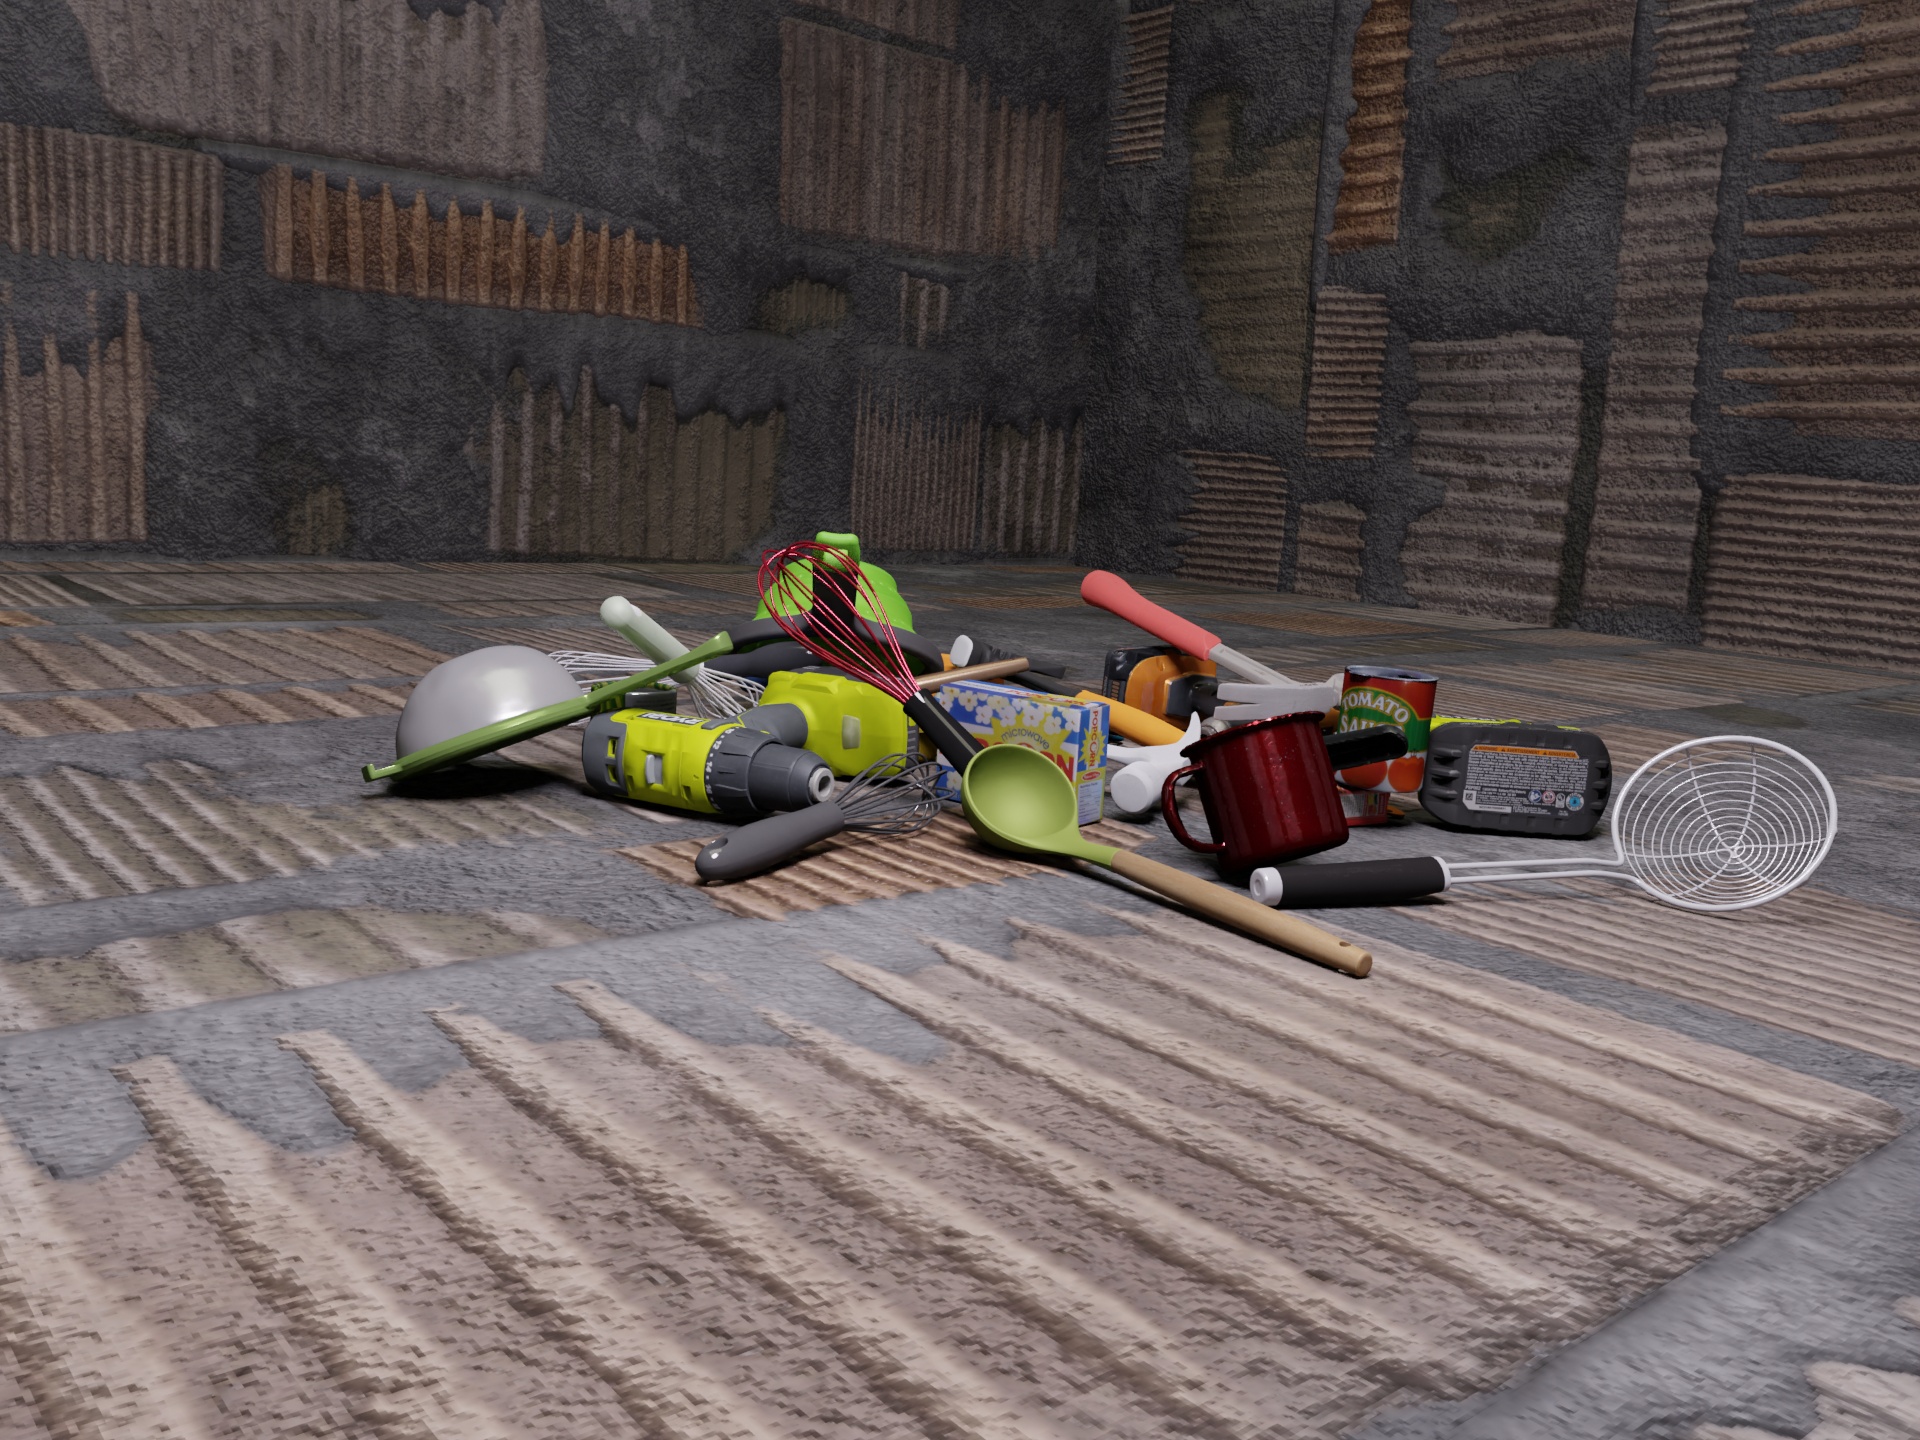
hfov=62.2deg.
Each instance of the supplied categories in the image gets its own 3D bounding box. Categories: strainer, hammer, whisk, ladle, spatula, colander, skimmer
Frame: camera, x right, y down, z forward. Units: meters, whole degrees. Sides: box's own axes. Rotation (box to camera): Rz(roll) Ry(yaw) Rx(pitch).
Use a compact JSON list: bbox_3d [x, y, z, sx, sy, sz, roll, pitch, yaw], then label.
[{"bbox_3d":[-0.283,-0.031,1.096,0.256,0.069,0.151,-21,2,9],"label":"strainer"},{"bbox_3d":[0.200,-0.074,1.442,0.149,0.036,0.359,-3,21,-26],"label":"hammer"},{"bbox_3d":[0.123,-0.009,1.395,0.127,0.034,0.337,16,7,-33],"label":"hammer"},{"bbox_3d":[-0.043,-0.027,1.115,0.296,0.073,0.073,47,29,22],"label":"whisk"},{"bbox_3d":[0.110,0.078,0.922,0.078,0.062,0.320,-15,21,-33],"label":"ladle"},{"bbox_3d":[-0.091,-0.018,1.364,0.316,0.018,0.060,-12,14,-14],"label":"spatula"},{"bbox_3d":[-0.002,-0.004,1.260,0.406,0.035,0.144,13,22,30],"label":"hammer"},{"bbox_3d":[-0.107,-0.110,1.366,0.204,0.094,0.397,4,-17,-4],"label":"colander"},{"bbox_3d":[-0.205,-0.035,1.199,0.058,0.059,0.246,43,-3,27],"label":"whisk"},{"bbox_3d":[-0.080,0.062,0.987,0.055,0.055,0.239,9,15,32],"label":"whisk"},{"bbox_3d":[0.350,0.069,0.956,0.363,0.090,0.127,-2,42,-17],"label":"skimmer"},{"bbox_3d":[-0.245,-0.036,1.325,0.284,0.070,0.070,-6,6,19],"label":"whisk"}]

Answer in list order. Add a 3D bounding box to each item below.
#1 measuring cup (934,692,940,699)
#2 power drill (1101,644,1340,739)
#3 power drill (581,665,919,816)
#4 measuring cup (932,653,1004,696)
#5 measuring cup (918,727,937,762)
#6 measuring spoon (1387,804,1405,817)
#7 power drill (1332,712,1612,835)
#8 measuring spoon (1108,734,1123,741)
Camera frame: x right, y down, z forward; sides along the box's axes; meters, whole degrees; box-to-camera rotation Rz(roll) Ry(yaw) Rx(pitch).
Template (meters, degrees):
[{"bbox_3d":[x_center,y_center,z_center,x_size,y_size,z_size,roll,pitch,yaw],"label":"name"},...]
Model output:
[{"bbox_3d":[0.042,-0.010,1.418,0.083,0.038,0.168,-2,3,-45],"label":"measuring cup"},{"bbox_3d":[0.223,-0.008,1.424,0.185,0.084,0.226,-6,18,-39],"label":"power drill"},{"bbox_3d":[-0.126,0.018,1.133,0.191,0.080,0.228,8,13,30],"label":"power drill"},{"bbox_3d":[-0.021,-0.040,1.604,0.095,0.052,0.174,-2,9,-29],"label":"measuring cup"},{"bbox_3d":[-0.058,0.011,1.352,0.062,0.029,0.156,1,7,-16],"label":"measuring cup"},{"bbox_3d":[0.294,0.061,1.236,0.021,0.011,0.117,-5,16,-41],"label":"measuring spoon"},{"bbox_3d":[0.399,0.032,1.257,0.171,0.080,0.223,4,5,0],"label":"power drill"},{"bbox_3d":[0.116,0.022,1.397,0.042,0.021,0.128,2,-2,27],"label":"measuring spoon"}]
